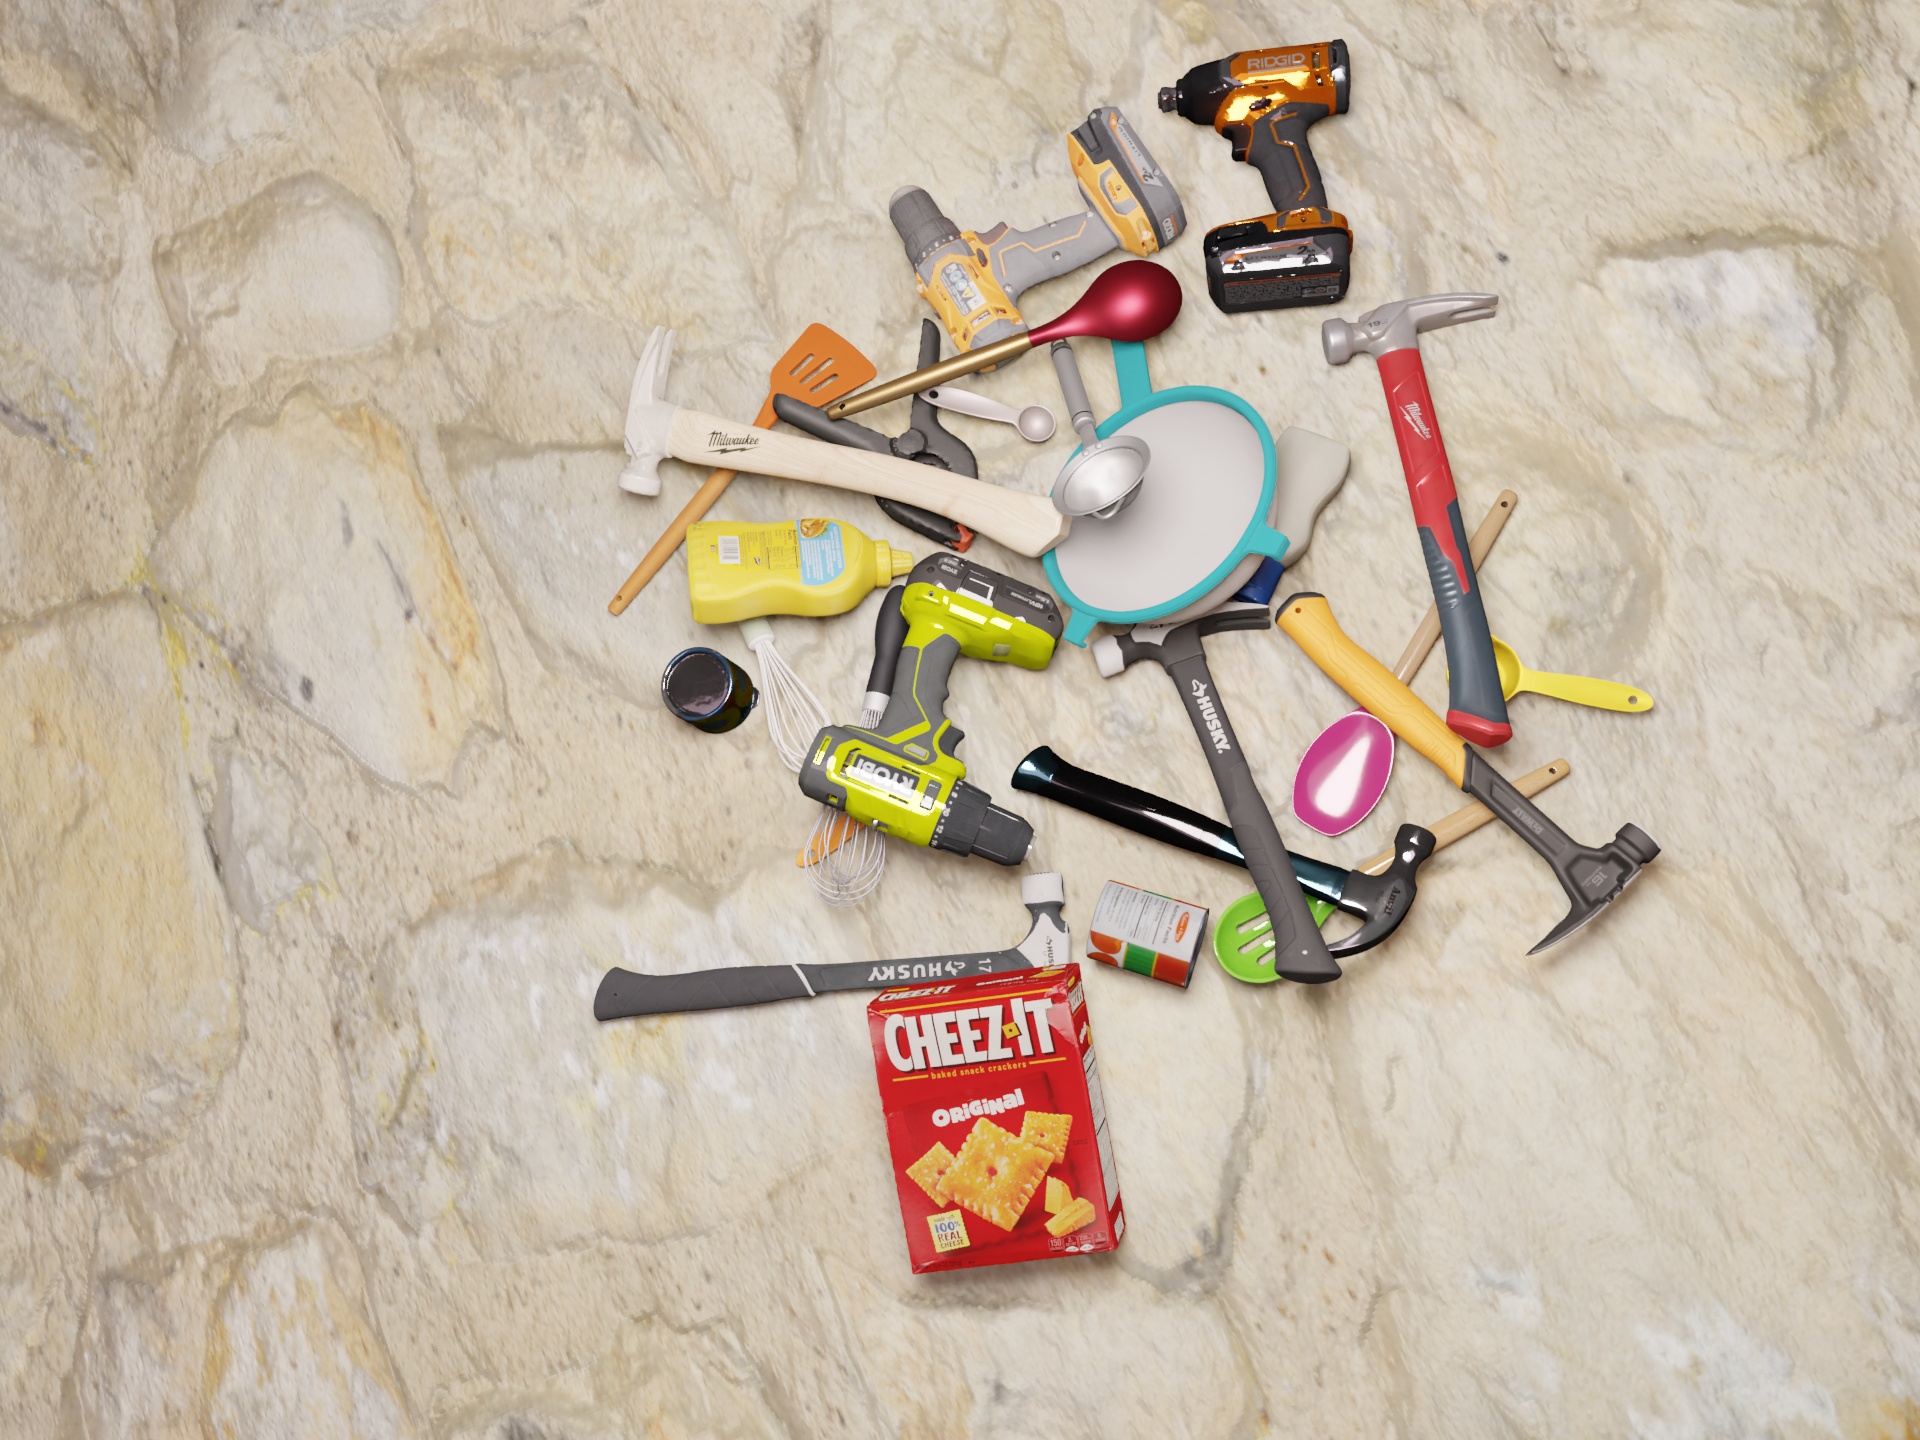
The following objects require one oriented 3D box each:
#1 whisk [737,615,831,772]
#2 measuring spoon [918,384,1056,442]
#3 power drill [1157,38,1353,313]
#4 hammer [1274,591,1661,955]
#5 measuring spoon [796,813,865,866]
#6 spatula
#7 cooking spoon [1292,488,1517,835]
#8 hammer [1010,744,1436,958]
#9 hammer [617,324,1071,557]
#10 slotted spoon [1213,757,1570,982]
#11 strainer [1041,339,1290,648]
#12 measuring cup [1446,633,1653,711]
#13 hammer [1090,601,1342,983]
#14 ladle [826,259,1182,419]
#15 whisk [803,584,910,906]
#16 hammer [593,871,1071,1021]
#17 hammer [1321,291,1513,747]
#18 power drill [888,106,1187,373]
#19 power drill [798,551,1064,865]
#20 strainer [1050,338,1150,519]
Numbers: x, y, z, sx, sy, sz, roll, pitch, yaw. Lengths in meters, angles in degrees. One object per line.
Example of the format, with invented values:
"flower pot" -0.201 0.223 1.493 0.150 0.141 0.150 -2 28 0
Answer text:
"whisk" -0.170 -0.061 1.378 0.058 0.059 0.246 -38 68 31
"measuring spoon" 0.022 -0.268 1.380 0.124 0.018 0.034 16 75 1
"power drill" 0.252 -0.467 1.354 0.164 0.084 0.227 -2 75 11
"hammer" 0.369 0.026 1.239 0.127 0.034 0.337 -44 72 0
"measuring spoon" -0.092 0.089 1.353 0.117 0.011 0.021 -37 67 6
"spatula" -0.207 -0.220 1.427 0.081 0.041 0.322 41 93 14
"cooking spoon" 0.365 -0.049 1.284 0.069 0.017 0.319 31 87 17
"hammer" 0.196 0.091 1.266 0.331 0.033 0.128 20 74 20
"hammer" -0.100 -0.222 1.337 0.411 0.038 0.146 16 100 18
"slotted spoon" 0.340 0.113 1.254 0.314 0.031 0.070 -30 74 2
"strainer" 0.171 -0.211 1.322 0.211 0.095 0.341 -24 53 27
"measuring cup" 0.463 -0.026 1.257 0.156 0.029 0.062 12 82 10
"hammer" 0.221 0.051 1.240 0.146 0.035 0.335 -19 60 2
"ladle" 0.034 -0.312 1.338 0.315 0.031 0.069 -19 84 9
"whisk" -0.078 0.017 1.333 0.070 0.070 0.285 7 73 12
"hammer" -0.110 0.219 1.319 0.409 0.036 0.149 -7 79 10
"hammer" 0.394 -0.166 1.261 0.143 0.038 0.387 -10 69 8
"power drill" 0.058 -0.436 1.387 0.226 0.084 0.185 -33 75 9
"power drill" -0.002 -0.004 1.285 0.190 0.080 0.229 22 70 3
"strainer" 0.105 -0.236 1.296 0.087 0.050 0.259 -26 47 17
